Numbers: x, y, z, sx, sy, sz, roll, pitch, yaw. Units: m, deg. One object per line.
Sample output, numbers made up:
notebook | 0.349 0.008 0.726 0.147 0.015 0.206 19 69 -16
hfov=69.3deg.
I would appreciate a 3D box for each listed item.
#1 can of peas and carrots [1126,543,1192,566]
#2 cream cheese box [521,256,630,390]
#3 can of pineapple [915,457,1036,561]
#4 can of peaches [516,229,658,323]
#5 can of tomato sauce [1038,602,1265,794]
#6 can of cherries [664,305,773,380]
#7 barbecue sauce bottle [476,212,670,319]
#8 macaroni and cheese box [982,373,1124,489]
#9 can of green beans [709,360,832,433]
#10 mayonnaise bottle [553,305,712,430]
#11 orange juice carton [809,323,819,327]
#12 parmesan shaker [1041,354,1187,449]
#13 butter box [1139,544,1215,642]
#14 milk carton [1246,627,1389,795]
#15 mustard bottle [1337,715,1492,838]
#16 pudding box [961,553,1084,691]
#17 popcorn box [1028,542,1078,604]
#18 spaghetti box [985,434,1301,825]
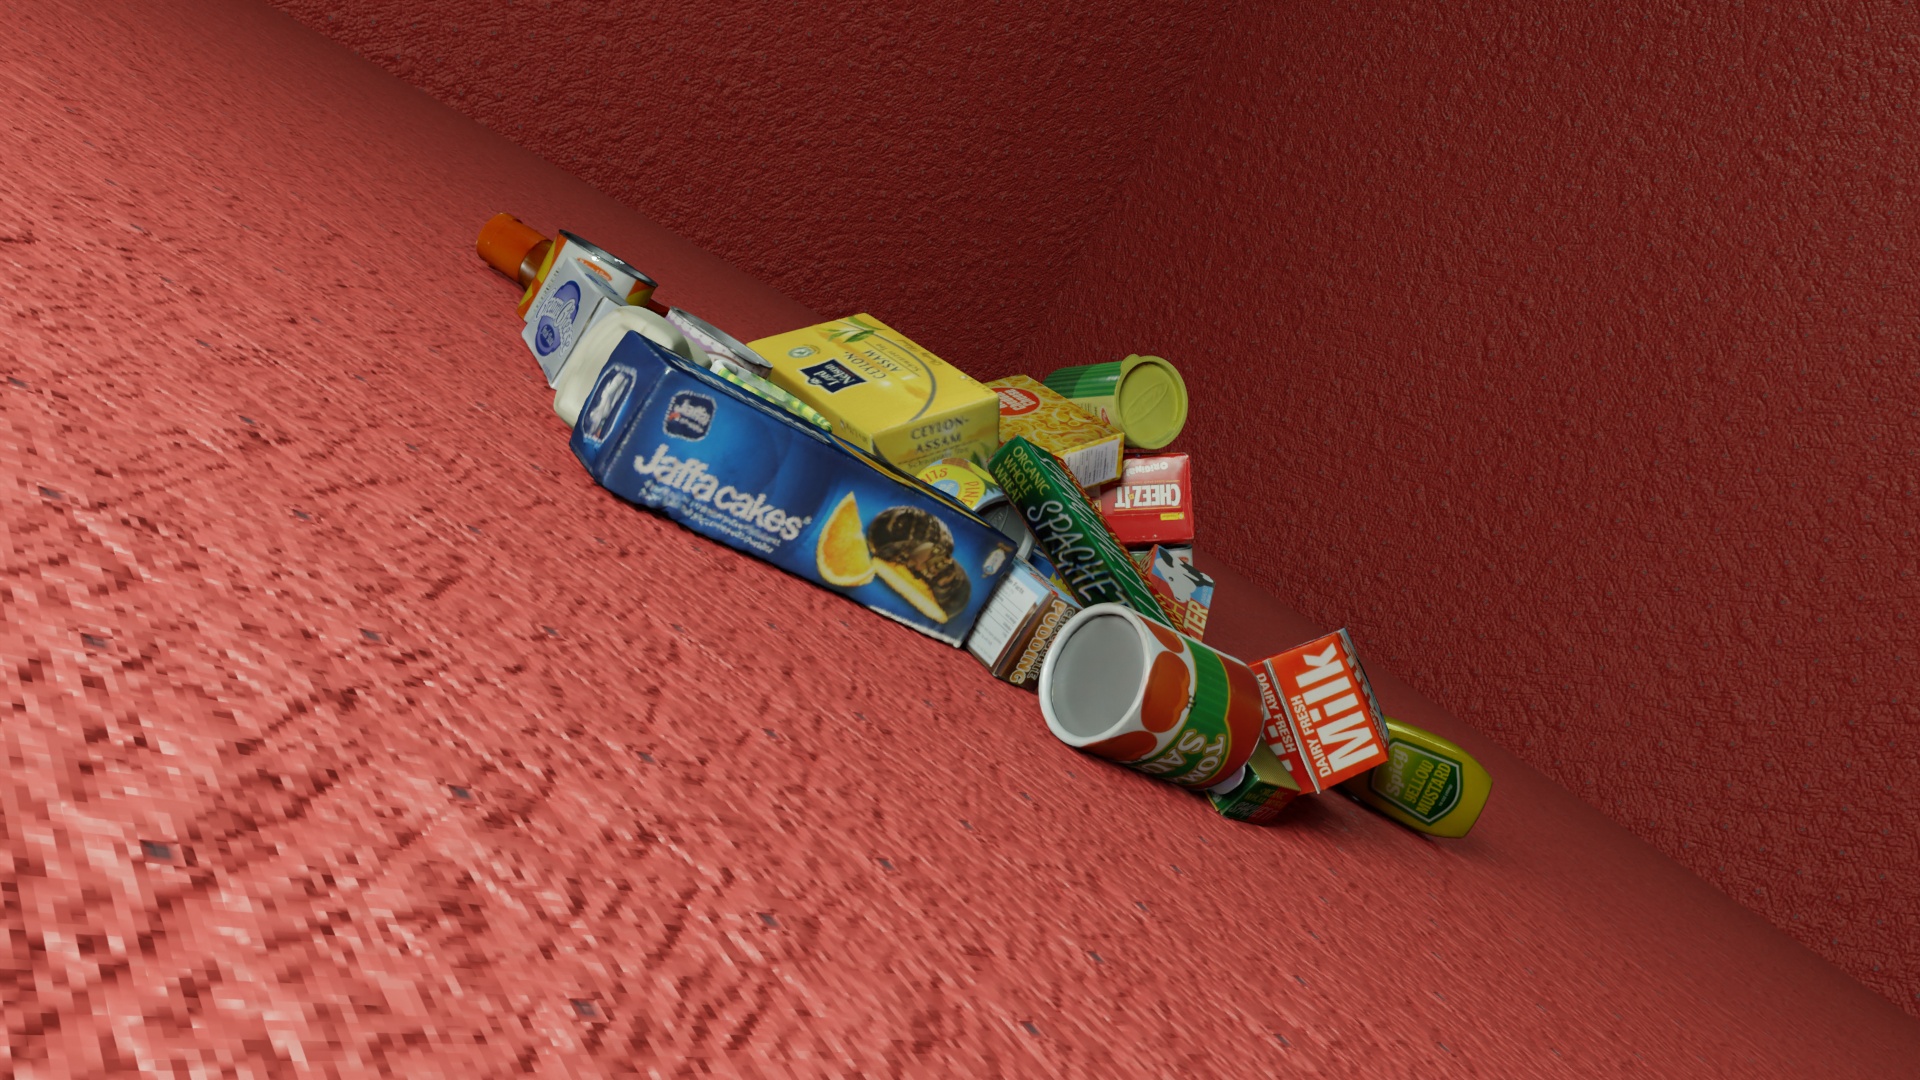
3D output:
can of peas and carrots | 0.142 0.034 1.047 0.071 0.058 0.071 -4 3 0
cream cheese box | -0.202 -0.113 0.733 0.024 0.053 0.104 30 7 -33
can of pineapple | 0.003 -0.010 0.832 0.071 0.071 0.058 24 9 -46
can of peaches | -0.227 -0.148 0.849 0.071 0.058 0.071 30 7 -4
can of tomato sauce | 0.086 0.073 0.627 0.083 0.071 0.071 25 9 -38
can of cherries | -0.148 -0.090 0.784 0.071 0.058 0.071 32 6 -4
barbecue sauce bottle | -0.252 -0.165 0.921 0.148 0.043 0.065 32 2 9
macaroni and cheese box | 0.011 -0.062 0.973 0.167 0.040 0.124 -18 35 -29
can of green beans | -0.104 -0.047 0.672 0.071 0.057 0.071 31 7 -4
mayonnaise bottle | -0.151 -0.076 0.678 0.041 0.064 0.148 34 3 -1
orange juice carton | -0.090 -0.128 1.222 0.193 0.073 0.072 36 8 36
parmesan shaker | 0.108 -0.102 1.027 0.071 0.071 0.103 28 -12 -29
butter box | 0.143 0.052 0.965 0.053 0.024 0.104 32 40 -6
milk carton | 0.190 0.095 0.769 0.072 0.073 0.190 69 15 8
mustard bottle | 0.277 0.146 0.938 0.160 0.065 0.049 25 2 -7
pudding box | 0.019 0.031 0.685 0.030 0.049 0.084 28 7 -38
popcorn box | 0.054 0.024 0.926 0.085 0.038 0.127 30 7 -18
spaghetti box | 0.089 0.039 0.732 0.050 0.028 0.251 24 28 -50
